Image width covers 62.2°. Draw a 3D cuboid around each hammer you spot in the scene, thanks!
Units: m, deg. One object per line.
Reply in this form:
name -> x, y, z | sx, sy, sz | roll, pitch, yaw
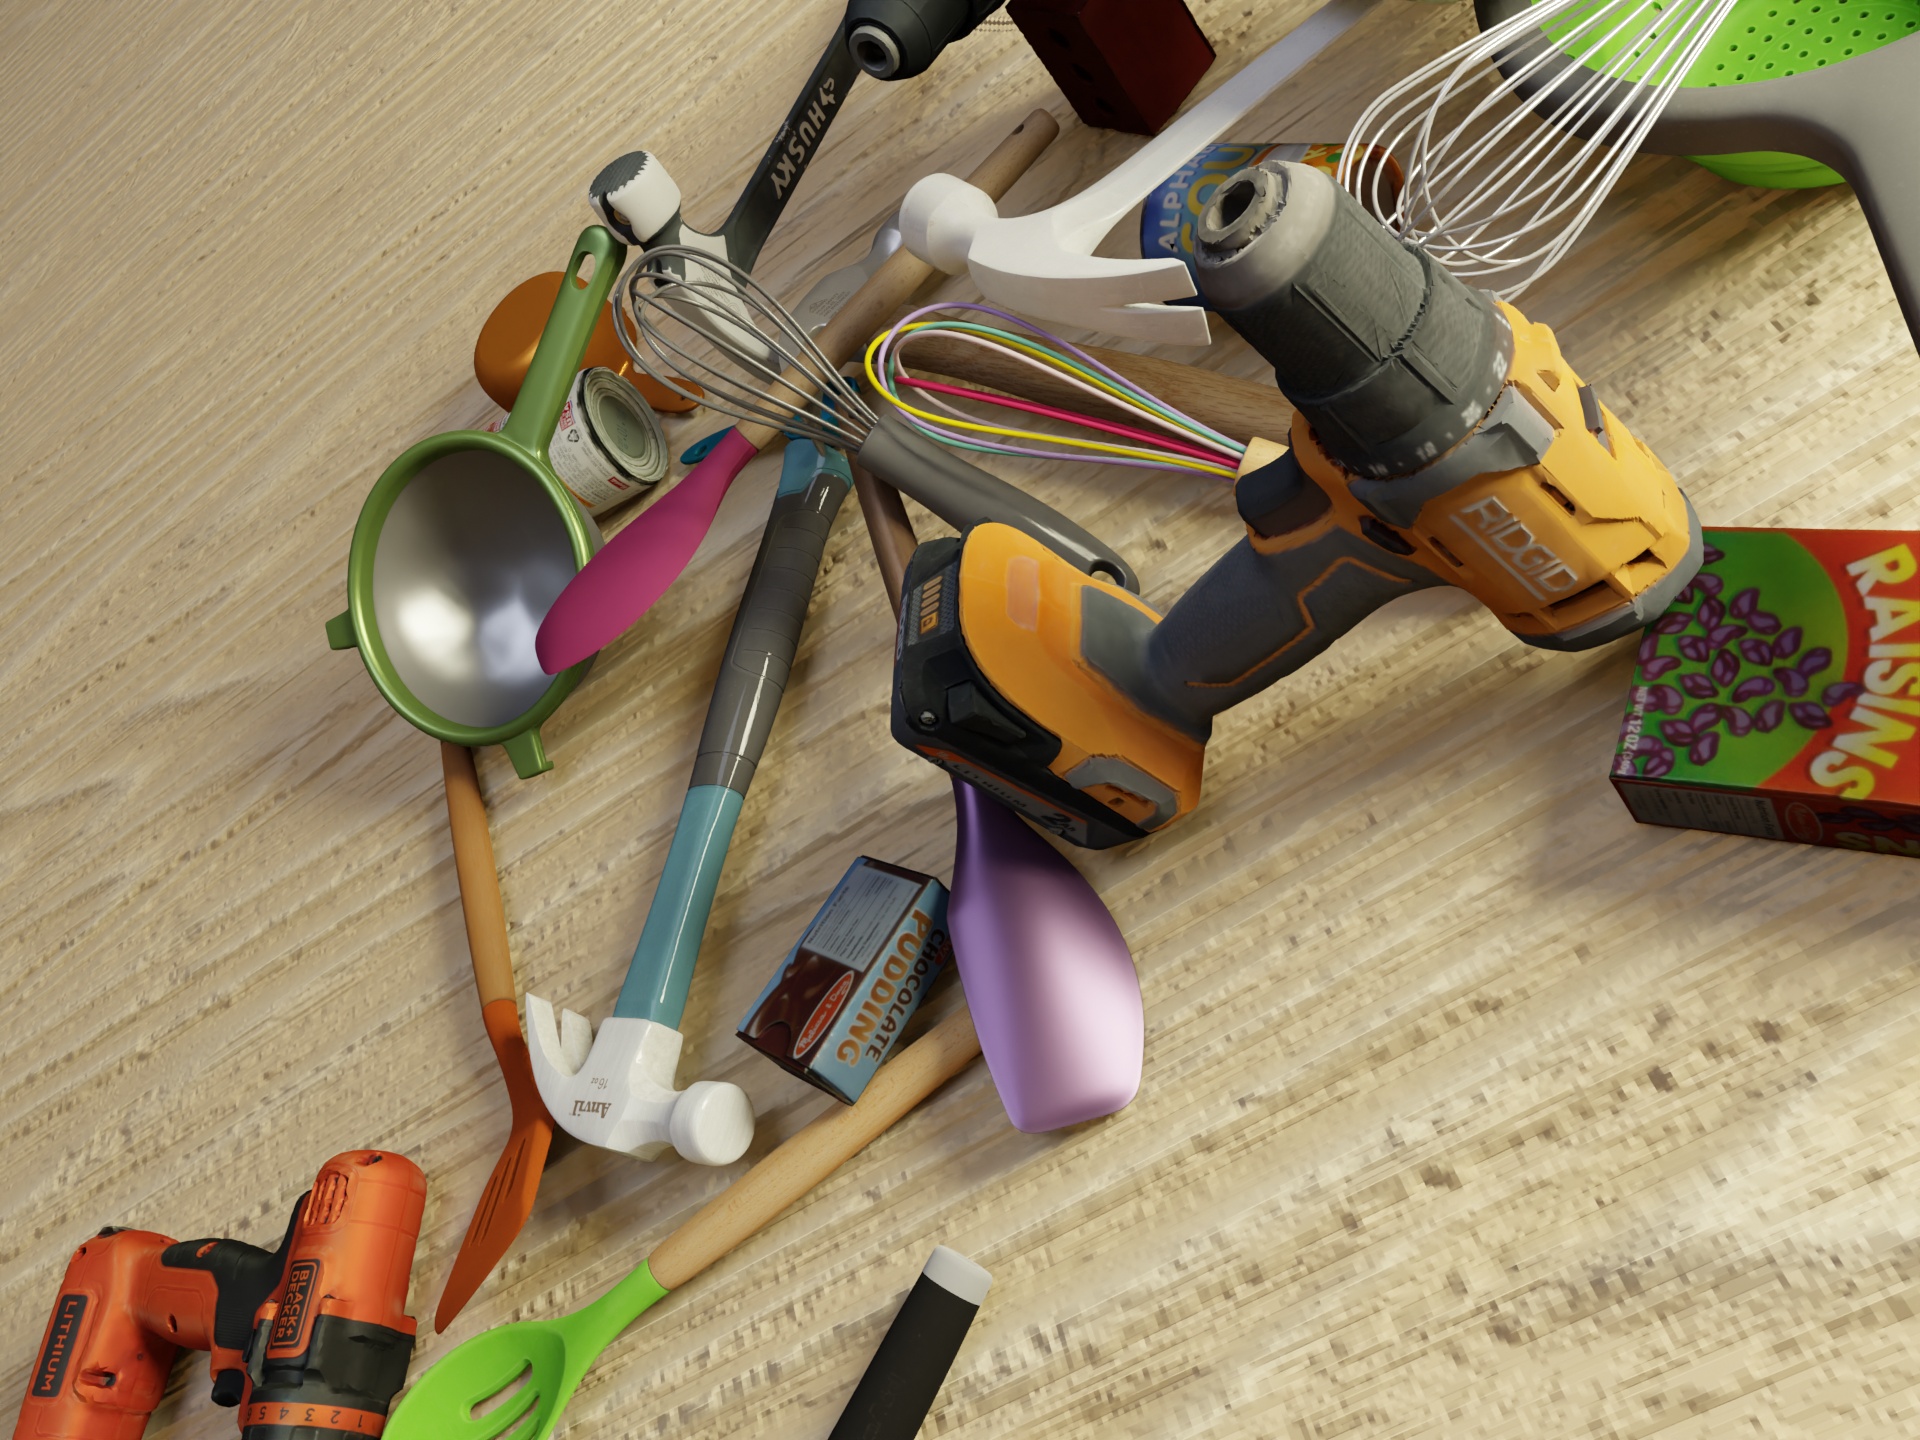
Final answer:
hammer -> 0.047, -0.140, 0.658 | 0.331, 0.031, 0.130 | 25, 66, 38
hammer -> -0.099, 0.019, 0.676 | 0.128, 0.033, 0.331 | -8, 58, 40
hammer -> 0.168, -0.281, 0.602 | 0.405, 0.035, 0.144 | -40, 47, -10
hammer -> -0.051, -0.349, 0.824 | 0.036, 0.149, 0.409 | 1, 56, 36

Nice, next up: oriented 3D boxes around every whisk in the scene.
whisk -> 0.218, -0.223, 0.454 | 0.284, 0.070, 0.070 | -43, 47, 1
whisk -> 0.077, -0.093, 0.558 | 0.245, 0.047, 0.051 | 21, 115, 14
whisk -> -0.032, -0.111, 0.620 | 0.239, 0.055, 0.055 | 32, 83, 0

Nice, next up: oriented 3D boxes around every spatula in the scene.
spatula -> -0.217, 0.108, 0.708 | 0.081, 0.041, 0.323 | -52, 42, 26
spatula -> -0.001, -0.002, 0.595 | 0.060, 0.018, 0.316 | -15, 62, -9

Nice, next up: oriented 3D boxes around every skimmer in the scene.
skimmer -> -0.087, 0.323, 0.455 | 0.127, 0.090, 0.363 | 28, 78, 10

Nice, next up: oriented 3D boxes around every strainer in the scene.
strainer -> -0.201, -0.111, 0.770 | 0.151, 0.069, 0.256 | 30, 105, 20

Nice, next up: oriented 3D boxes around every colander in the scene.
colander -> 0.282, -0.176, 0.480 | 0.204, 0.094, 0.397 | -17, 55, 28

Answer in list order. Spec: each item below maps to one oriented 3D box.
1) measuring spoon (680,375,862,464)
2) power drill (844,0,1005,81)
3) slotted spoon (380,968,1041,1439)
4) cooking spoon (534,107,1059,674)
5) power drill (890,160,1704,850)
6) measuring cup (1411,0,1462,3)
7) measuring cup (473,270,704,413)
measuring spoon -> -0.093, -0.138, 0.787 | 0.129, 0.021, 0.042 | -8, 45, 43
power drill -> 0.068, -0.337, 0.631 | 0.229, 0.080, 0.191 | 7, 56, 40
slotted spoon -> -0.089, 0.188, 0.580 | 0.314, 0.031, 0.070 | -40, 38, 7
cooking spoon -> -0.074, -0.139, 0.679 | 0.319, 0.017, 0.069 | -45, 38, 5
power drill -> 0.075, -0.053, 0.478 | 0.226, 0.185, 0.084 | -28, 45, 37
measuring cup -> 0.183, -0.302, 0.546 | 0.083, 0.038, 0.168 | -1, 50, 30
measuring cup -> -0.205, -0.200, 0.874 | 0.174, 0.052, 0.095 | 22, 78, 44
